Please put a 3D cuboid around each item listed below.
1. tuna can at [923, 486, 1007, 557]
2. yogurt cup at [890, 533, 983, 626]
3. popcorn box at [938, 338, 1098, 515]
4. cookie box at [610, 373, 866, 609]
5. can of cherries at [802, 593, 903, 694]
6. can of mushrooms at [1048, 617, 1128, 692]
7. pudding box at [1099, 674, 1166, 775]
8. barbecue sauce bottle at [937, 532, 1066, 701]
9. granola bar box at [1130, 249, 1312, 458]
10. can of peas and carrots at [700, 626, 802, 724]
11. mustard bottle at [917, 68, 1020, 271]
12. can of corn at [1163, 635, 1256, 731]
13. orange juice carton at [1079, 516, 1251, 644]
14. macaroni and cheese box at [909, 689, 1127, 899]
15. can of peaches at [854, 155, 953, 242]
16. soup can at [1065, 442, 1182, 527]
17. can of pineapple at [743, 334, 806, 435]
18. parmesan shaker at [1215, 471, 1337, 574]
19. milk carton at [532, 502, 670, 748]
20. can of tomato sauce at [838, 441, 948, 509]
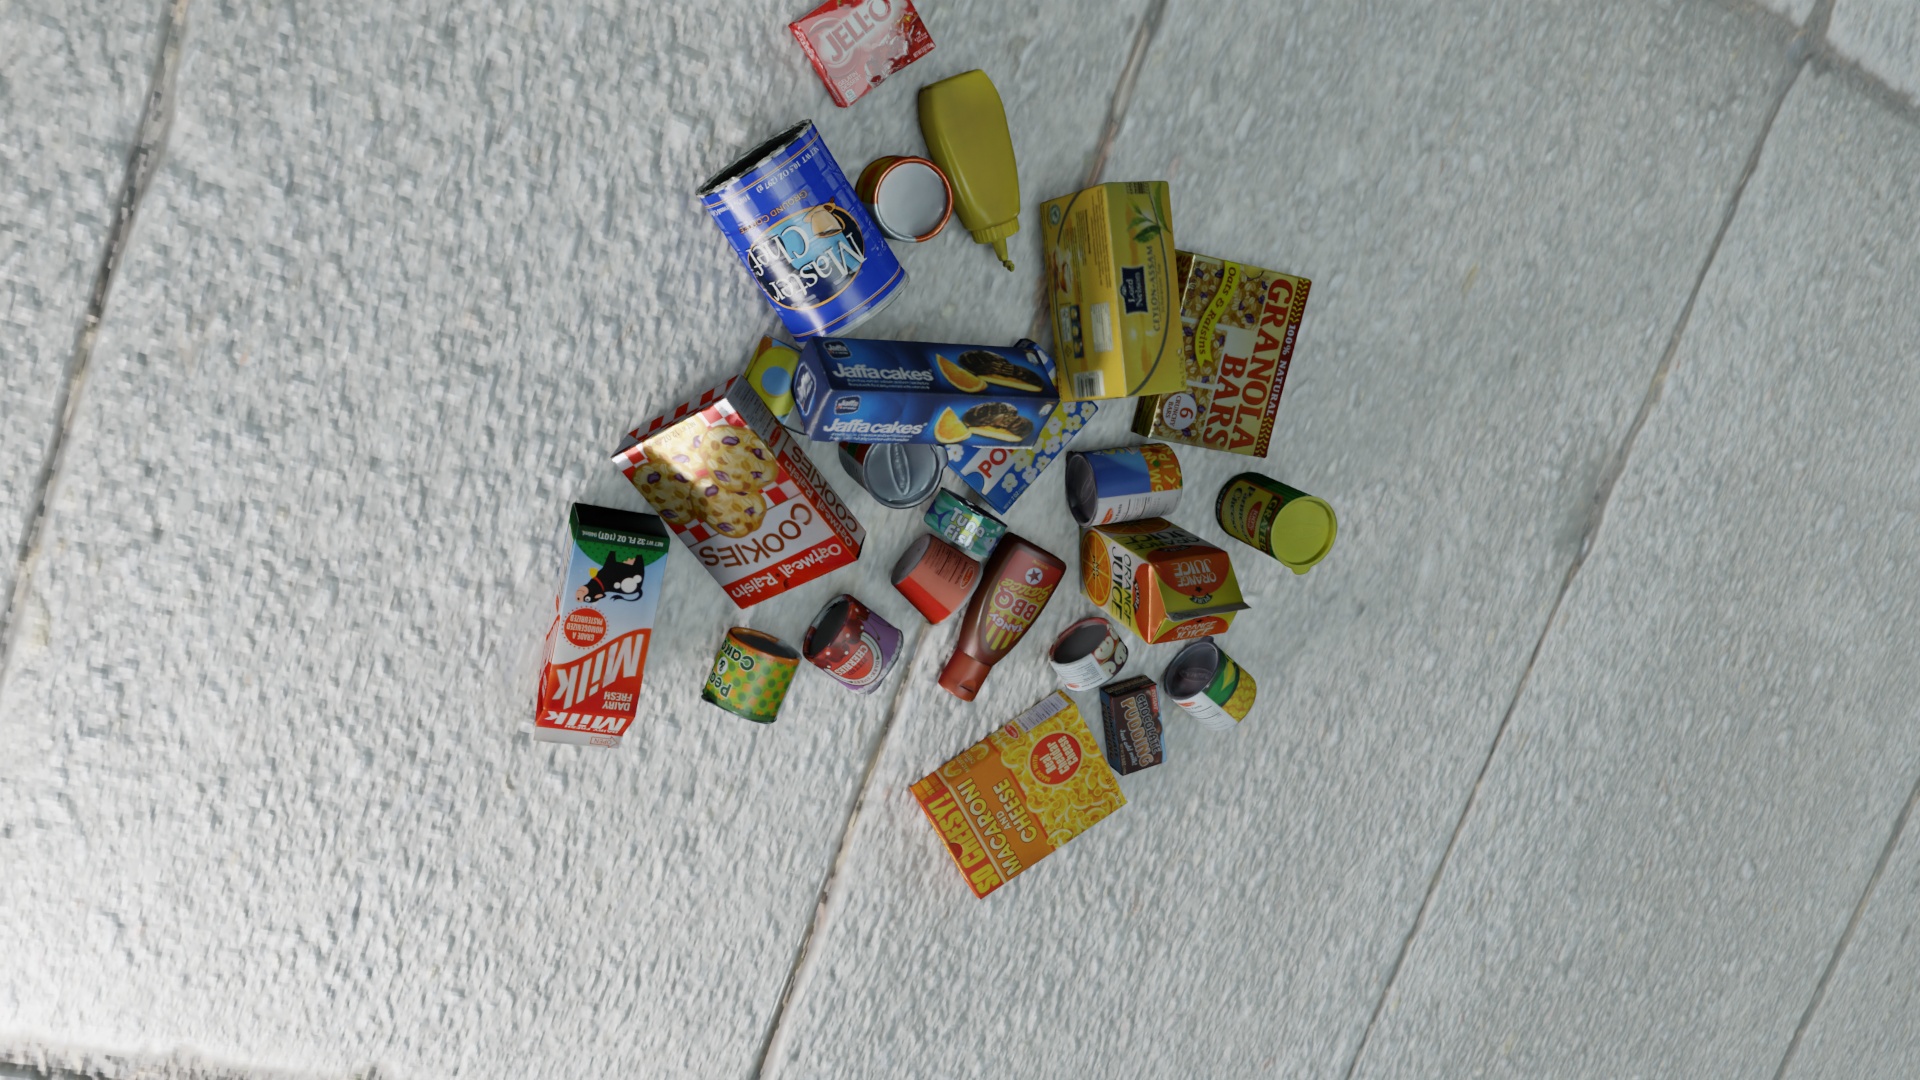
[{"bbox_3d":[0.004,-0.015,1.173,0.071,0.071,0.033,28,95,-24],"label":"tuna can"},{"bbox_3d":[-0.022,0.031,1.181,0.054,0.072,0.072,39,90,-17],"label":"yogurt cup"},{"bbox_3d":[0.044,-0.097,1.182,0.127,0.038,0.085,-48,116,-2],"label":"popcorn box"},{"bbox_3d":[-0.172,-0.033,1.087,0.122,0.040,0.167,-23,117,28],"label":"cookie box"},{"bbox_3d":[-0.091,0.088,1.167,0.058,0.071,0.071,38,90,-24],"label":"can of cherries"},{"bbox_3d":[0.115,0.101,1.249,0.071,0.071,0.033,-38,113,-6],"label":"can of mushrooms"},{"bbox_3d":[0.163,0.173,1.304,0.050,0.030,0.083,-14,109,-16],"label":"pudding box"},{"bbox_3d":[0.031,0.070,1.221,0.065,0.044,0.148,28,95,-25],"label":"barbecue sauce bottle"},{"bbox_3d":[0.231,-0.163,1.230,0.124,0.039,0.165,8,102,-22],"label":"granola bar box"},{"bbox_3d":[-0.173,0.110,1.146,0.071,0.071,0.058,21,97,-23],"label":"can of peas and carrots"},{"bbox_3d":[0.015,-0.290,1.112,0.065,0.049,0.159,-23,112,-15],"label":"mustard bottle"},{"bbox_3d":[0.235,0.134,1.301,0.058,0.071,0.071,40,90,-25],"label":"can of corn"},{"bbox_3d":[0.169,0.034,1.179,0.072,0.193,0.072,-7,107,-17],"label":"orange juice carton"},{"bbox_3d":[0.055,0.234,1.277,0.167,0.040,0.123,-32,112,-9],"label":"macaroni and cheese box"},{"bbox_3d":[-0.043,-0.270,1.091,0.071,0.058,0.071,-5,107,-18],"label":"can of peaches"},{"bbox_3d":[0.142,-0.052,1.216,0.084,0.071,0.071,-8,108,-18],"label":"soup can"},{"bbox_3d":[-0.140,-0.124,1.095,0.071,0.071,0.058,25,95,-24],"label":"can of pineapple"},{"bbox_3d":[0.282,-0.017,1.254,0.071,0.103,0.071,-5,106,-18],"label":"parmesan shaker"},{"bbox_3d":[-0.285,0.073,1.093,0.072,0.073,0.190,10,102,-22],"label":"milk carton"},{"bbox_3d":[-0.056,-0.068,1.129,0.071,0.083,0.071,-5,107,-18],"label":"can of tomato sauce"}]
